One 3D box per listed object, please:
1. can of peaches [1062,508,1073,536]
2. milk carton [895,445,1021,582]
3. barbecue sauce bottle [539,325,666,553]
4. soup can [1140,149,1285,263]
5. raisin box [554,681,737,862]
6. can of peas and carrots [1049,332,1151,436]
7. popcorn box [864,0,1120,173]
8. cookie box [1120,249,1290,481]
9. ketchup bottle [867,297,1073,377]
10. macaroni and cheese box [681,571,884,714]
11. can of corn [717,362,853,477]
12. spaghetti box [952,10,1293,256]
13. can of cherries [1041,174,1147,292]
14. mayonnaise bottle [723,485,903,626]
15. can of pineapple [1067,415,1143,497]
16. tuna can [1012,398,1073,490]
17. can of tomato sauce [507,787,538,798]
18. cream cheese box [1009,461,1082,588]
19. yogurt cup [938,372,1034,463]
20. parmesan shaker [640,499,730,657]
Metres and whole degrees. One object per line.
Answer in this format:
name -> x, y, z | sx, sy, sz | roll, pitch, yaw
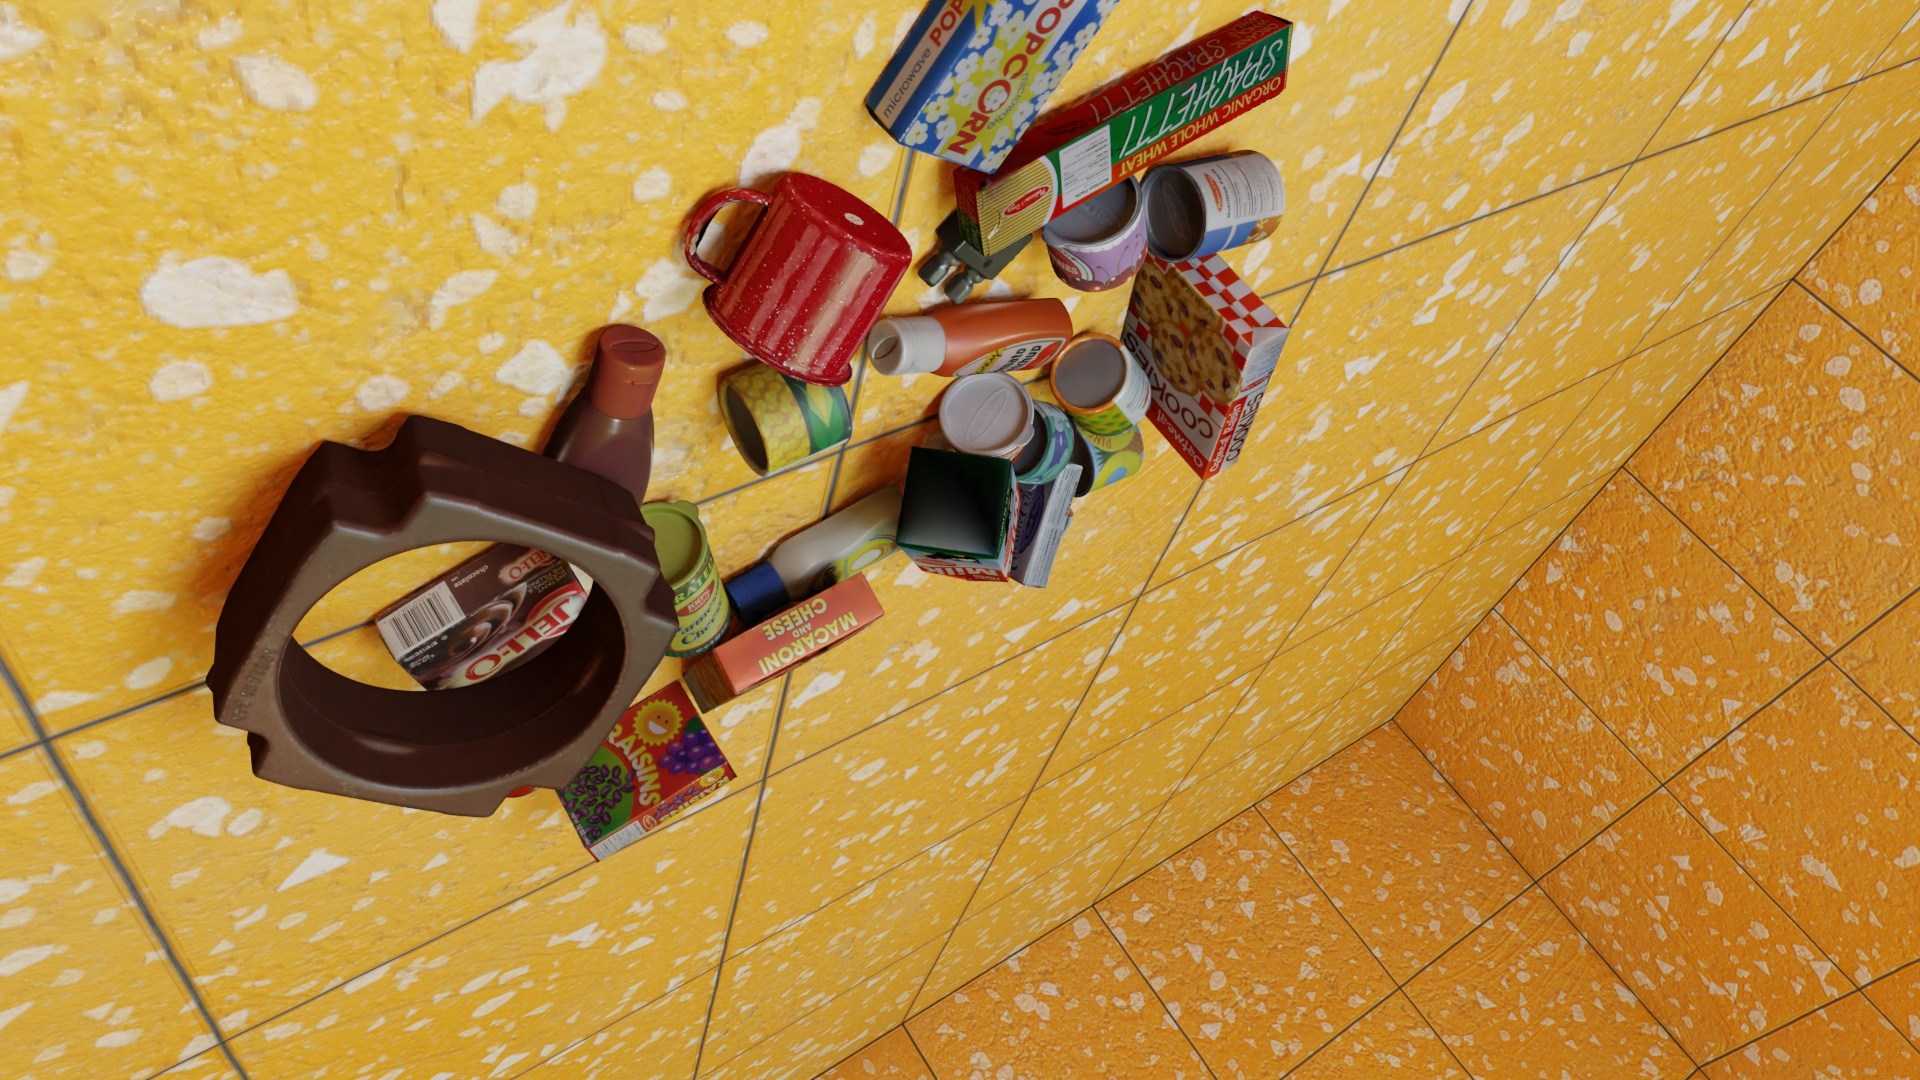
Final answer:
can of peaches -> 0.052, -0.023, 1.172 | 0.071, 0.058, 0.071 | -31, 155, -16
milk carton -> 0.004, -0.013, 1.047 | 0.190, 0.073, 0.072 | 56, 42, -80
barbecue sauce bottle -> -0.202, -0.054, 0.787 | 0.065, 0.044, 0.147 | -8, 143, -37
soup can -> 0.171, -0.231, 0.961 | 0.084, 0.071, 0.071 | -20, 151, -34
raisin box -> -0.251, 0.180, 1.084 | 0.124, 0.086, 0.040 | -31, 153, -15
can of peas and carrots -> 0.105, -0.120, 1.069 | 0.071, 0.071, 0.058 | -41, 155, 8
popcorn box -> 0.018, -0.260, 0.731 | 0.085, 0.038, 0.126 | 0, 137, -52
cookie box -> 0.178, -0.141, 1.056 | 0.040, 0.123, 0.166 | -27, 154, -19
ketchup bottle -> 0.005, -0.134, 0.926 | 0.149, 0.043, 0.064 | -12, 166, -43
macaroni and cheese box -> -0.136, 0.080, 1.044 | 0.124, 0.040, 0.166 | -28, 179, -22
can of corn -> -0.108, -0.081, 0.845 | 0.058, 0.071, 0.070 | -26, 154, -22
spaghetti box -> 0.103, -0.251, 0.846 | 0.251, 0.029, 0.050 | -33, 143, -20
can of cherries -> 0.083, -0.200, 0.892 | 0.071, 0.071, 0.058 | -36, 157, -4
mayonnaise bottle -> -0.105, 0.014, 1.043 | 0.148, 0.041, 0.064 | -30, 158, -18
can of pineapple -> 0.110, -0.076, 1.148 | 0.058, 0.071, 0.070 | -22, 152, -31
tuna can -> 0.050, -0.074, 1.067 | 0.071, 0.071, 0.033 | -49, 152, 23
can of tomato sauce -> -0.316, 0.131, 0.934 | 0.071, 0.071, 0.082 | -34, 155, -9
cream cheese box -> 0.059, -0.018, 1.104 | 0.024, 0.053, 0.103 | 12, 99, -34
yogurt cup -> 0.020, -0.084, 1.016 | 0.072, 0.072, 0.053 | -35, 164, -7
parmesan shaker -> -0.190, 0.027, 0.921 | 0.071, 0.071, 0.102 | -31, 155, -15
